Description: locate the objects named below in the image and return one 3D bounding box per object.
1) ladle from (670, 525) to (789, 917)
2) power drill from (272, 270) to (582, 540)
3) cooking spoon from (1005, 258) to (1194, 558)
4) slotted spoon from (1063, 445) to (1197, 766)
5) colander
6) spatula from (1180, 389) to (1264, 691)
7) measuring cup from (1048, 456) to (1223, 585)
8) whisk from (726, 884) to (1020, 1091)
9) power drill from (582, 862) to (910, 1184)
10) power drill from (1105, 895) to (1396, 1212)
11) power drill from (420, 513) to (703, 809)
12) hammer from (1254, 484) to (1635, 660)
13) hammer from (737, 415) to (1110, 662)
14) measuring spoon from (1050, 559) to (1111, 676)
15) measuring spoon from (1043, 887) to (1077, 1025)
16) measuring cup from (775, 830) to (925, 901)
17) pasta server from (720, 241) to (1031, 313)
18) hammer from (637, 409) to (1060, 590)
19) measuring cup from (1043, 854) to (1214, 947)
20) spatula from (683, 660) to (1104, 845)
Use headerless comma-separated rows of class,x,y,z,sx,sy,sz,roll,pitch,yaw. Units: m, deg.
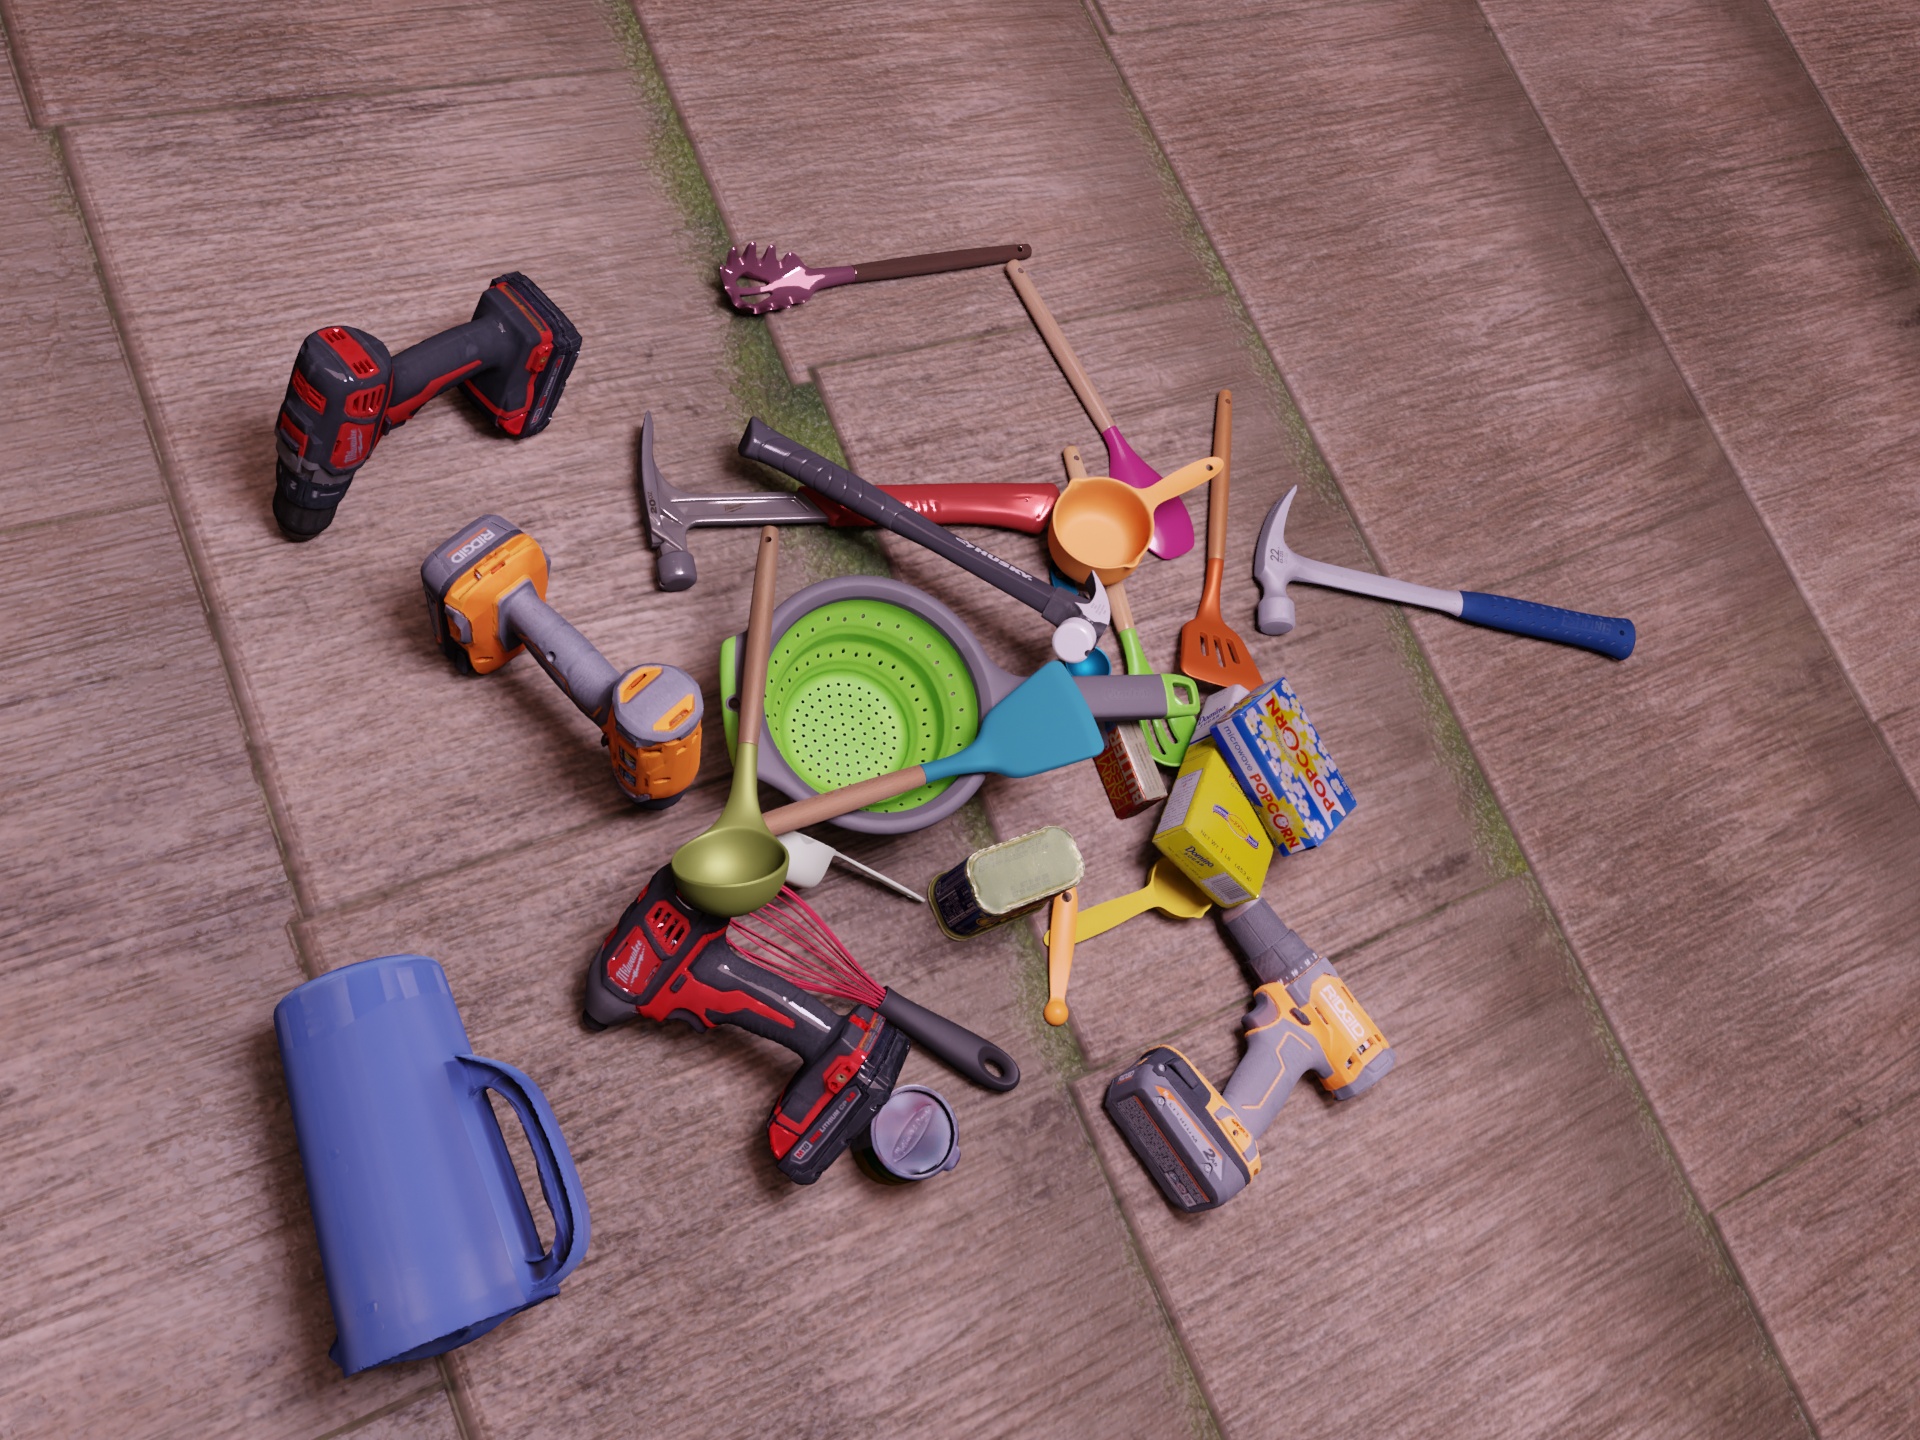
ladle,-0.149,-0.011,1.118,0.078,0.062,0.320,1,61,1
power drill,-0.405,-0.229,1.177,0.080,0.187,0.227,46,44,6
cooking spoon,0.123,-0.288,1.460,0.069,0.017,0.319,-25,81,-27
slotted spoon,0.140,-0.101,1.392,0.070,0.031,0.314,-8,72,-25
colander,-0.002,-0.004,1.262,0.397,0.094,0.205,-2,73,-21
spatula,0.238,-0.169,1.445,0.081,0.041,0.323,13,66,-14
measuring cup,0.154,-0.179,1.381,0.173,0.052,0.095,-29,75,-18
whisk,-0.077,0.199,1.185,0.295,0.073,0.073,33,63,-13
power drill,-0.157,0.213,1.111,0.219,0.143,0.078,39,20,-3
power drill,0.220,0.254,1.260,0.226,0.084,0.185,-31,81,-31
power drill,-0.279,-0.028,1.151,0.226,0.164,0.084,39,62,11
hammer,0.464,-0.119,1.512,0.405,0.035,0.144,10,68,-17
hammer,-0.030,-0.154,1.278,0.335,0.035,0.146,29,23,3
measuring spoon,0.096,-0.081,1.377,0.042,0.021,0.129,-4,63,-21
measuring spoon,0.081,0.183,1.263,0.021,0.011,0.117,8,74,-4
measuring cup,-0.100,0.118,1.207,0.167,0.083,0.038,29,80,-26
pasta server,-0.070,-0.405,1.422,0.316,0.040,0.060,-15,89,-26
hammer,-0.088,-0.189,1.335,0.359,0.036,0.149,-5,72,-21
measuring cup,0.136,0.153,1.301,0.156,0.029,0.062,-21,78,-14
spatula,-0.049,0.041,1.152,0.317,0.044,0.082,-18,72,-23
